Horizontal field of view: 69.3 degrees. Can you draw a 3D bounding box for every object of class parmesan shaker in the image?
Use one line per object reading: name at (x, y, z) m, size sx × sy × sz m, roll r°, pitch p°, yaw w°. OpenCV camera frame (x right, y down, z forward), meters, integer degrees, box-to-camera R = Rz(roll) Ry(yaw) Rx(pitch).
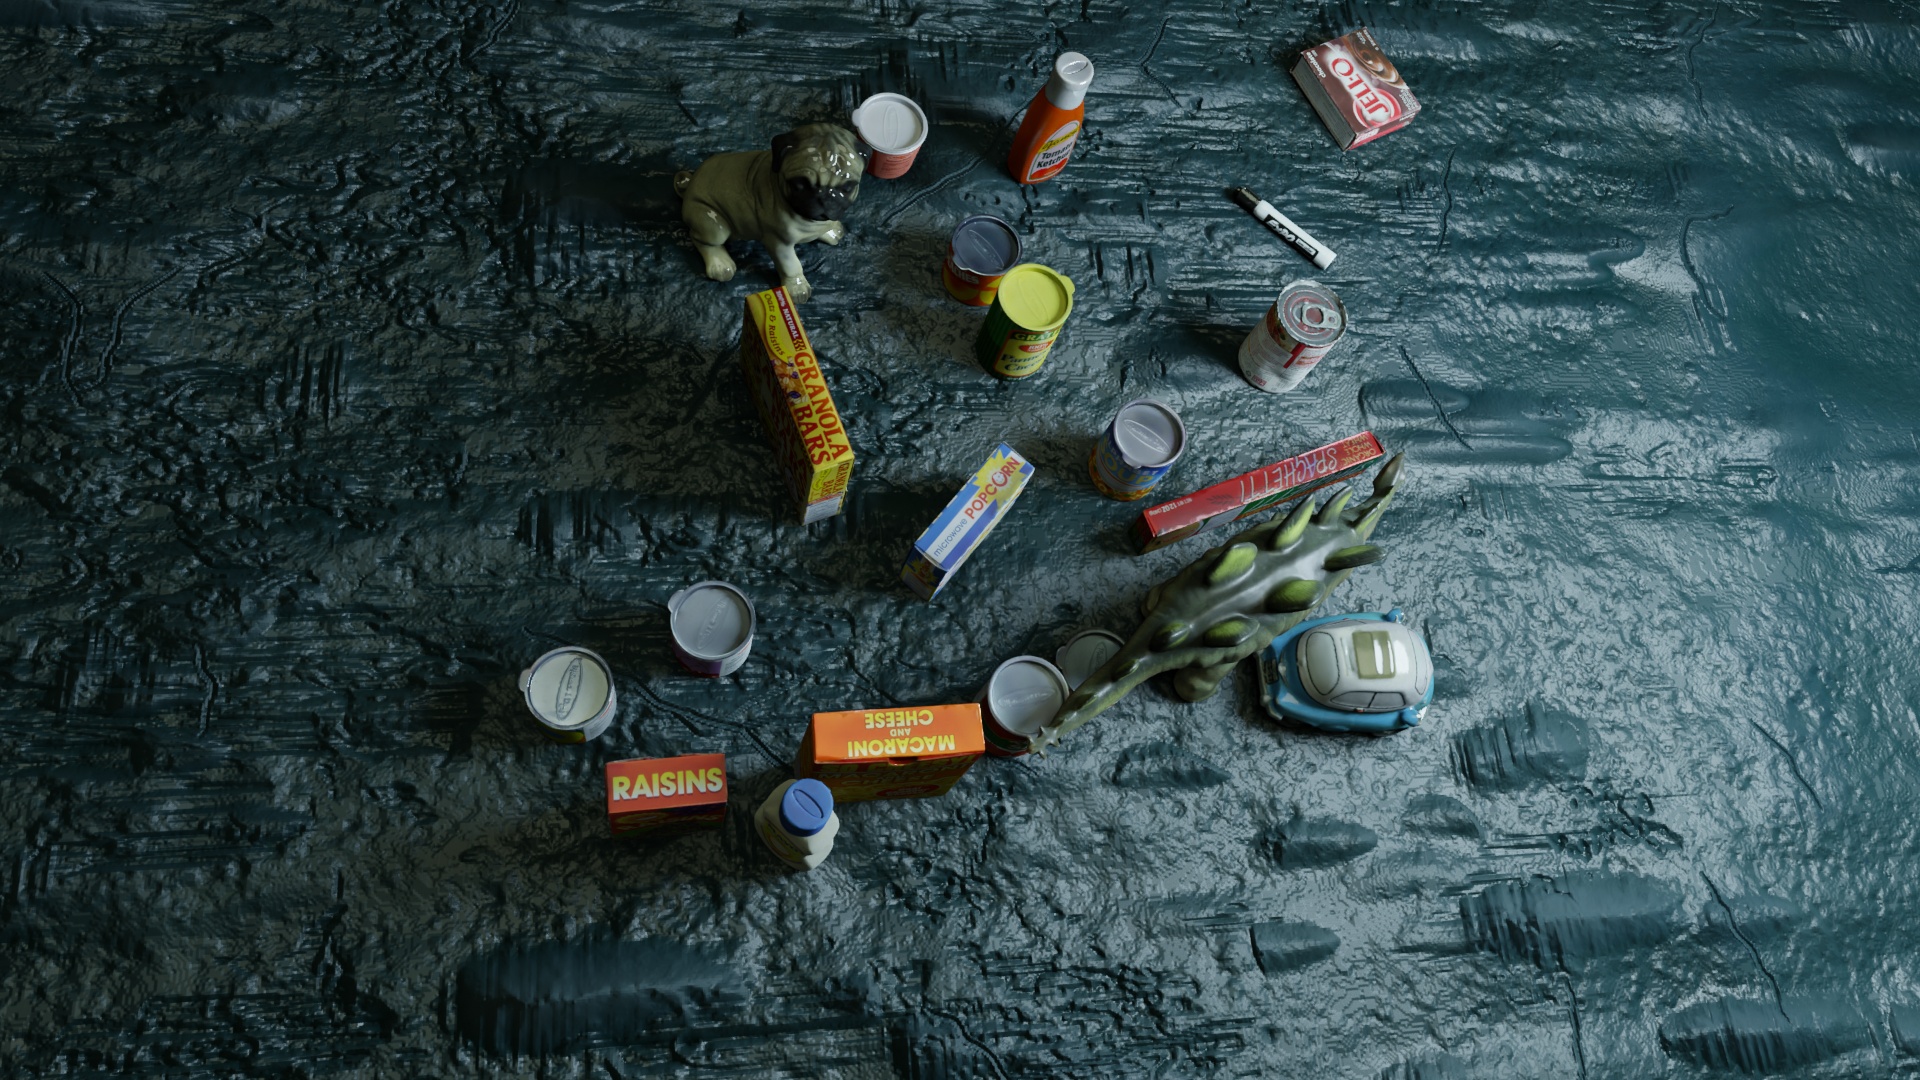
parmesan shaker at (0.058, -0.195, 1.250) m, size 0.071 × 0.102 × 0.071 m, roll 4°, pitch 69°, yaw -10°

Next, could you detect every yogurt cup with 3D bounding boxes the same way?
yogurt cup at (-0.069, -0.383, 1.324) m, size 0.072 × 0.053 × 0.072 m, roll 4°, pitch 69°, yaw -10°

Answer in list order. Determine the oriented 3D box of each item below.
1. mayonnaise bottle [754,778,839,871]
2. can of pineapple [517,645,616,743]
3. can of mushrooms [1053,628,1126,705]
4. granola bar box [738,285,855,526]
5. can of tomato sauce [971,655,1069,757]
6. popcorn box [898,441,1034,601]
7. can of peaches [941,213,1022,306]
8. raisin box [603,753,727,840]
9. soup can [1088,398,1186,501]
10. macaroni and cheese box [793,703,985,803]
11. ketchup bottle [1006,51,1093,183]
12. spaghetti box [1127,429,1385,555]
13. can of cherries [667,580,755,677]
mayonnaise bottle at (-0.120, 0.208, 1.034) m, size 0.065 × 0.147 × 0.041 m, roll 42°, pitch 68°, yaw 6°
can of pineapple at (-0.304, 0.120, 1.080) m, size 0.071 × 0.057 × 0.071 m, roll 4°, pitch 69°, yaw -10°
can of mushrooms at (0.112, 0.110, 1.181) m, size 0.071 × 0.033 × 0.071 m, roll 4°, pitch 69°, yaw -10°
granola bar box at (-0.139, -0.111, 1.167) m, size 0.039 × 0.123 × 0.166 m, roll -18°, pitch 74°, yaw -17°
can of tomato sauce at (0.047, 0.138, 1.130) m, size 0.071 × 0.082 × 0.071 m, roll 4°, pitch 69°, yaw -10°
popcorn box at (0.004, -0.015, 1.179) m, size 0.038 × 0.085 × 0.127 m, roll 38°, pitch 67°, yaw 4°
can of peaches at (0.017, -0.259, 1.291) m, size 0.071 × 0.058 × 0.071 m, roll 4°, pitch 69°, yaw -10°
raisin box at (-0.218, 0.191, 1.034) m, size 0.086 × 0.123 × 0.040 m, roll -3°, pitch 70°, yaw -12°
soup can at (0.154, -0.077, 1.235) m, size 0.071 × 0.083 × 0.071 m, roll 4°, pitch 69°, yaw -10°
macaroni and cheese box at (-0.058, 0.165, 1.053) m, size 0.124 × 0.165 × 0.040 m, roll -2°, pitch 70°, yaw -12°
ketchup bottle at (0.088, -0.398, 1.310) m, size 0.065 × 0.148 × 0.043 m, roll -28°, pitch 77°, yaw -20°
spaghetti box at (0.270, -0.045, 1.264) m, size 0.251 × 0.050 × 0.029 m, roll -19°, pitch 75°, yaw -18°
can of cherries at (-0.202, 0.071, 1.119) m, size 0.071 × 0.058 × 0.072 m, roll 4°, pitch 69°, yaw -10°
